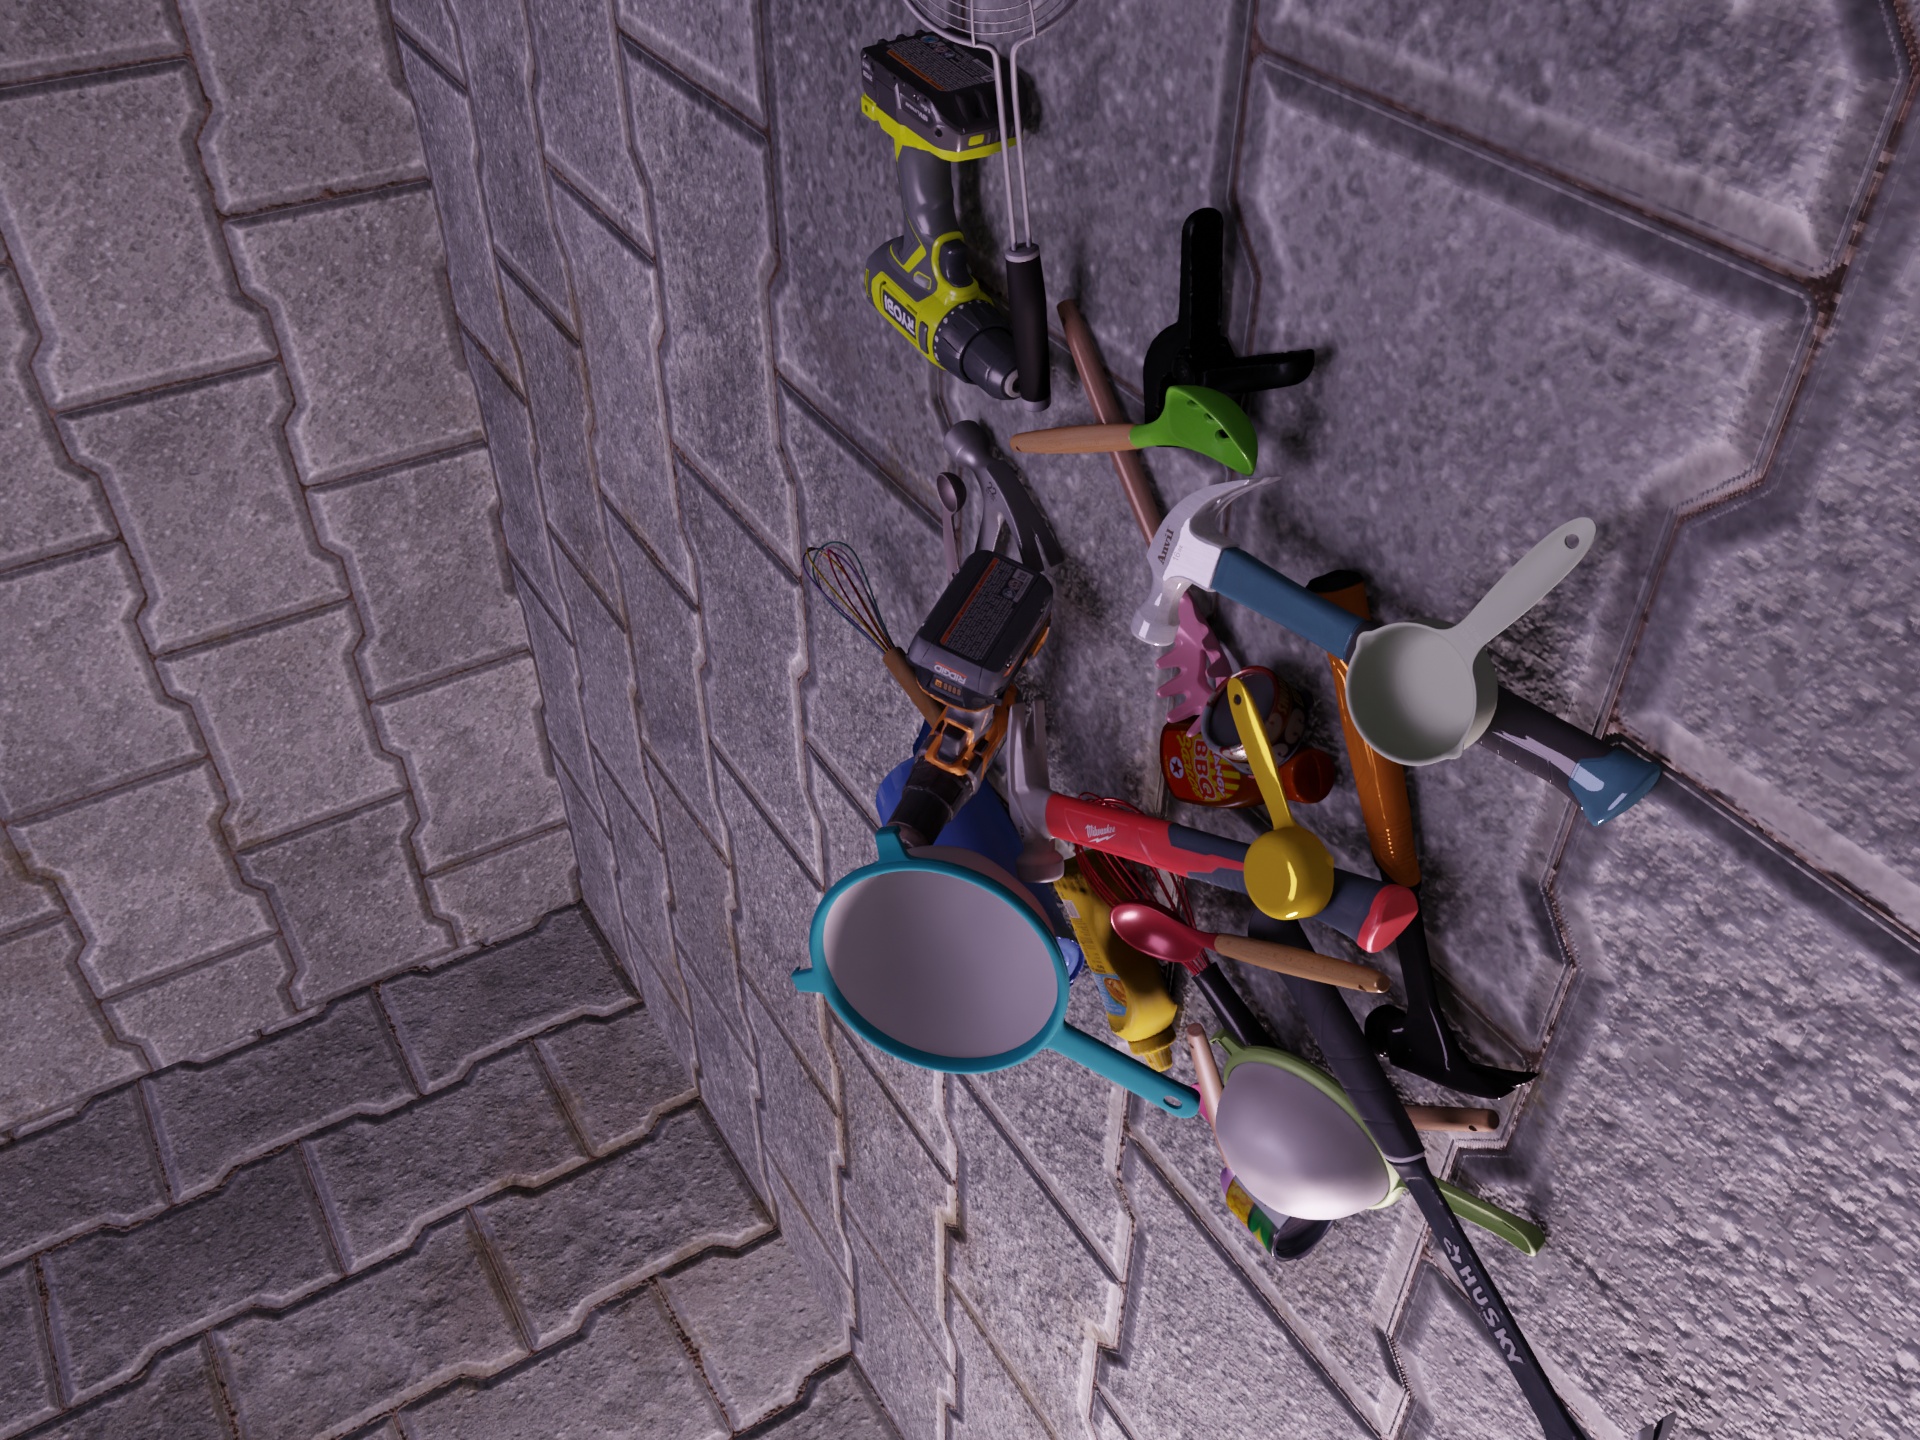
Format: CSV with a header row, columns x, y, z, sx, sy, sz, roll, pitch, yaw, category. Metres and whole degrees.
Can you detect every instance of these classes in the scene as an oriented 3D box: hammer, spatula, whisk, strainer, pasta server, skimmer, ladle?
x,y,z,sx,sy,sz,roll,pitch,yaw,category
0.291,0.289,1.001,0.409,0.036,0.149,64,148,27,hammer
0.235,-0.037,0.900,0.331,0.033,0.128,36,123,36,hammer
0.211,0.335,1.261,0.060,0.018,0.315,38,157,44,spatula
0.155,0.075,1.102,0.386,0.038,0.143,12,109,56,hammer
-0.073,-0.079,1.495,0.245,0.051,0.047,53,173,23,whisk
0.269,0.320,1.094,0.256,0.069,0.151,18,139,46,strainer
0.048,0.205,1.277,0.340,0.095,0.211,29,125,-3,strainer
0.178,0.178,1.241,0.296,0.073,0.073,56,154,11,whisk
0.005,-0.075,1.415,0.144,0.035,0.405,56,154,26,hammer
0.123,-0.144,1.104,0.060,0.040,0.316,-25,85,60,pasta server
0.033,-0.377,1.043,0.090,0.127,0.362,-99,0,-46,skimmer
0.269,0.071,0.981,0.127,0.034,0.336,11,120,63,hammer
0.189,0.154,1.072,0.069,0.031,0.315,43,166,-16,ladle

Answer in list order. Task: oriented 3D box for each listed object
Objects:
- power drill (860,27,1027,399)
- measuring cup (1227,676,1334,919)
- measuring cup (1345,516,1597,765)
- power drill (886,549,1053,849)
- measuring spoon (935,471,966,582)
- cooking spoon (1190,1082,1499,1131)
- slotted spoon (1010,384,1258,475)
x,y,z,sx,sy,sz,roll,pitch,yaw,category
-0.006,-0.358,1.153,0.191,0.080,0.228,50,153,38,power drill
0.185,0.048,0.985,0.062,0.029,0.156,-31,72,54,measuring cup
0.268,-0.045,0.812,0.083,0.038,0.167,55,131,21,measuring cup
-0.002,-0.004,1.272,0.084,0.185,0.226,25,148,10,power drill
-0.003,-0.155,1.309,0.034,0.018,0.124,51,157,36,measuring spoon
0.266,0.284,1.149,0.068,0.017,0.319,51,152,-9,cooking spoon
0.104,-0.188,1.046,0.070,0.031,0.314,46,169,-22,slotted spoon
